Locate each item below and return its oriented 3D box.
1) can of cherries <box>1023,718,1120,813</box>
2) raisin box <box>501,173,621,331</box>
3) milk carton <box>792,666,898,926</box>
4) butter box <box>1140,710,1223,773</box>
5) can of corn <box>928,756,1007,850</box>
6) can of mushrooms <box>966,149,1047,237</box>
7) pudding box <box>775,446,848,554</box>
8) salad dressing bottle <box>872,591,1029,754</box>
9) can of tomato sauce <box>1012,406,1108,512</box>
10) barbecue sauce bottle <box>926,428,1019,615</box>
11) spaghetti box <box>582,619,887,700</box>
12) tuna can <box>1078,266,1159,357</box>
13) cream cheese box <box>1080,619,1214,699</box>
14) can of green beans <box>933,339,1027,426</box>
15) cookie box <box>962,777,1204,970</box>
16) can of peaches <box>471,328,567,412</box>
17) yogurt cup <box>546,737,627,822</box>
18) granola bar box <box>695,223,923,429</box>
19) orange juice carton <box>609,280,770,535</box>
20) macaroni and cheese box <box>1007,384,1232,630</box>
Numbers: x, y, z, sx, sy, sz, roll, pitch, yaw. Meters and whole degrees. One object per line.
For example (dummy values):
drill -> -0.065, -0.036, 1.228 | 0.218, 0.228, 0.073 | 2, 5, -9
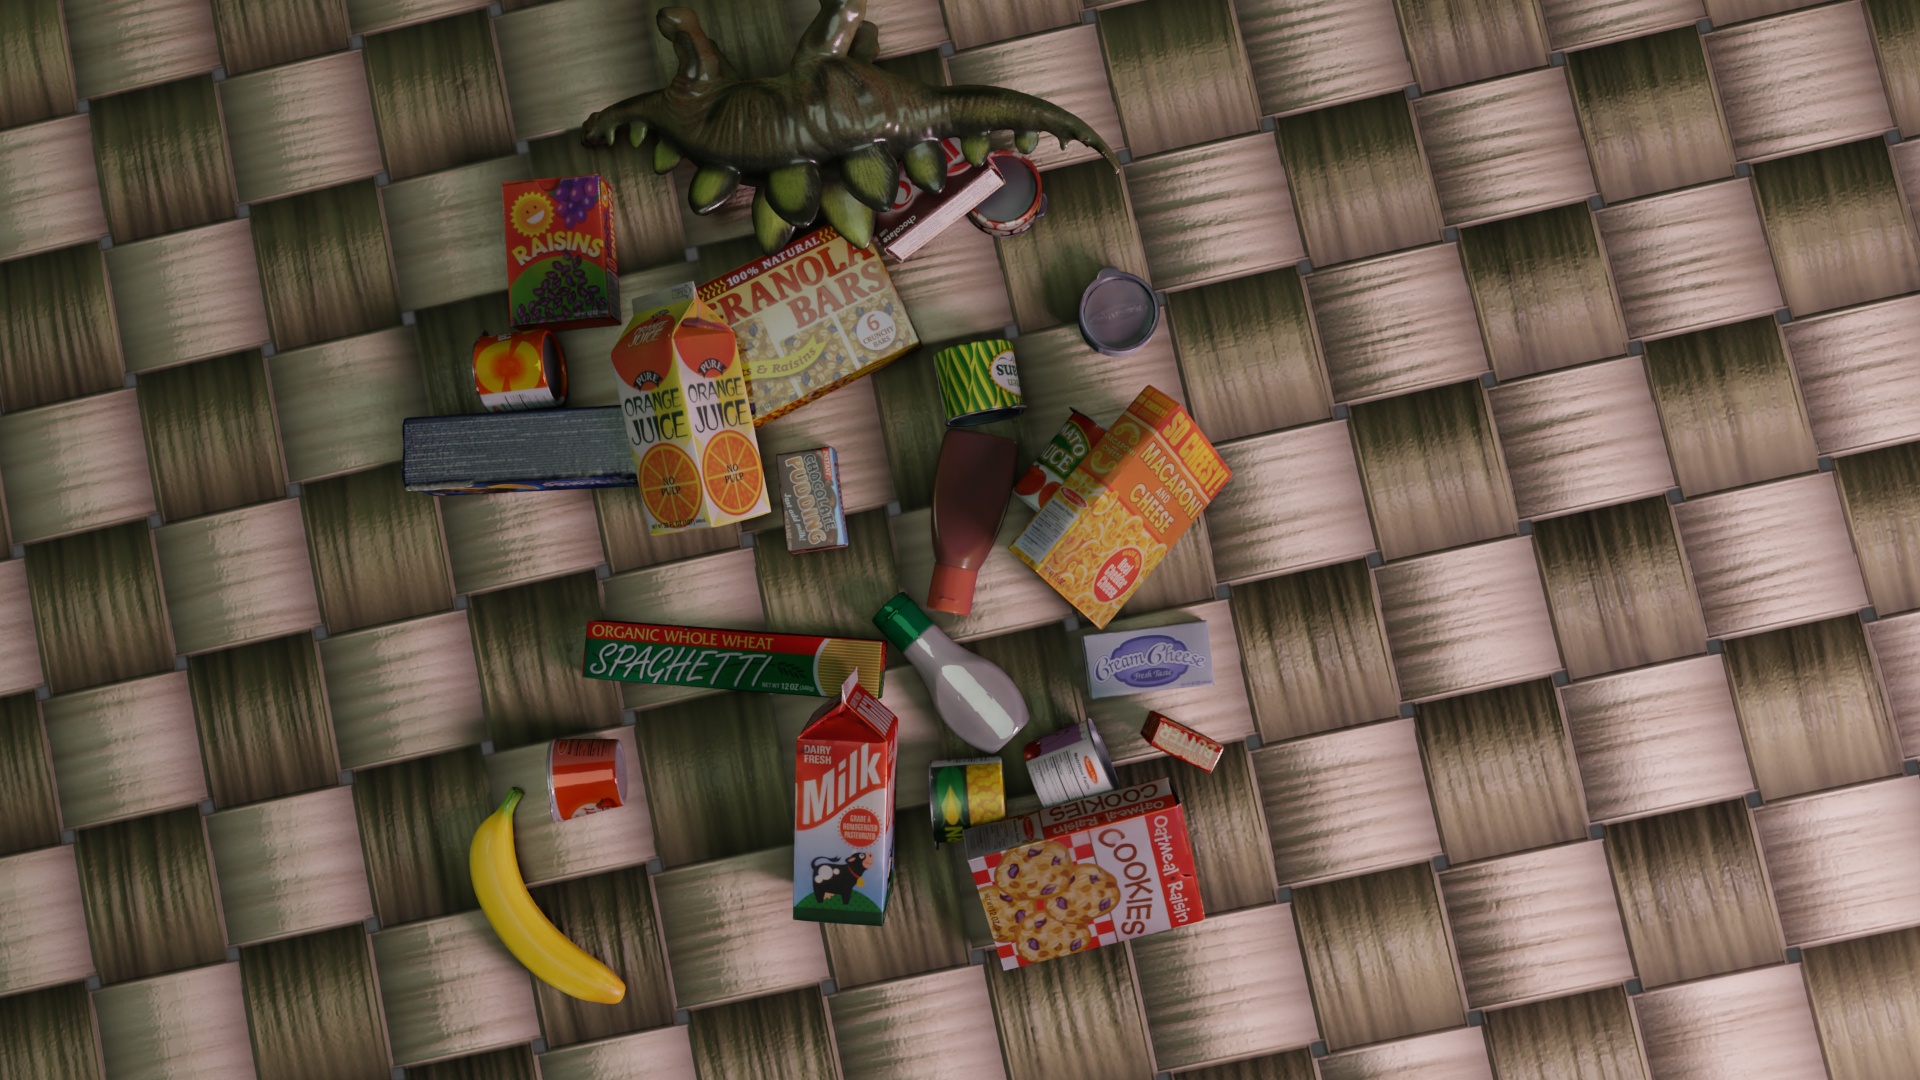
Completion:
can of cherries -> 0.089, 0.183, 1.108 | 0.058, 0.071, 0.071 | -24, 86, 8
raisin box -> -0.336, -0.241, 1.171 | 0.086, 0.040, 0.123 | -5, 86, 4
milk carton -> -0.090, 0.199, 1.098 | 0.073, 0.072, 0.190 | 3, 97, 3
butter box -> 0.172, 0.156, 1.087 | 0.053, 0.103, 0.024 | 25, 88, 5
can of corn -> 0.007, 0.210, 1.111 | 0.058, 0.071, 0.071 | -5, 87, 3
can of mushrooms -> 0.038, -0.289, 1.156 | 0.071, 0.033, 0.071 | 0, 86, 3
pudding box -> -0.123, -0.033, 1.151 | 0.050, 0.030, 0.083 | -7, 86, 2
salad dressing bottle -> -0.009, 0.106, 1.130 | 0.064, 0.044, 0.148 | -44, 84, 2
can of tomato sauce -> 0.091, -0.054, 1.122 | 0.071, 0.071, 0.083 | 38, 90, 4
barbecue sauce bottle -> 0.004, -0.014, 1.137 | 0.065, 0.043, 0.148 | 11, 88, 5
spaghetti box -> -0.187, 0.098, 1.147 | 0.250, 0.028, 0.050 | 4, 87, 3
tuna can -> 0.129, -0.188, 1.145 | 0.071, 0.033, 0.071 | 0, 87, 3
cream cheese box -> 0.152, 0.097, 1.131 | 0.104, 0.024, 0.053 | -7, 86, 3
can of green beans -> 0.015, -0.128, 1.131 | 0.071, 0.071, 0.058 | -10, 86, 3
cookie box -> 0.098, 0.263, 1.087 | 0.167, 0.040, 0.122 | -15, 119, 2
can of peaches -> -0.365, -0.143, 1.152 | 0.058, 0.071, 0.071 | -6, 87, 3
yogurt cup -> -0.303, 0.192, 1.131 | 0.054, 0.072, 0.072 | -6, 87, -5
granola bar box -> -0.132, -0.182, 1.156 | 0.165, 0.039, 0.124 | -26, 86, 1
orange juice carton -> -0.219, -0.106, 1.112 | 0.071, 0.073, 0.192 | -7, 97, 34
macaroni and cheese box -> 0.128, -0.024, 1.092 | 0.166, 0.123, 0.040 | -50, 51, -1
